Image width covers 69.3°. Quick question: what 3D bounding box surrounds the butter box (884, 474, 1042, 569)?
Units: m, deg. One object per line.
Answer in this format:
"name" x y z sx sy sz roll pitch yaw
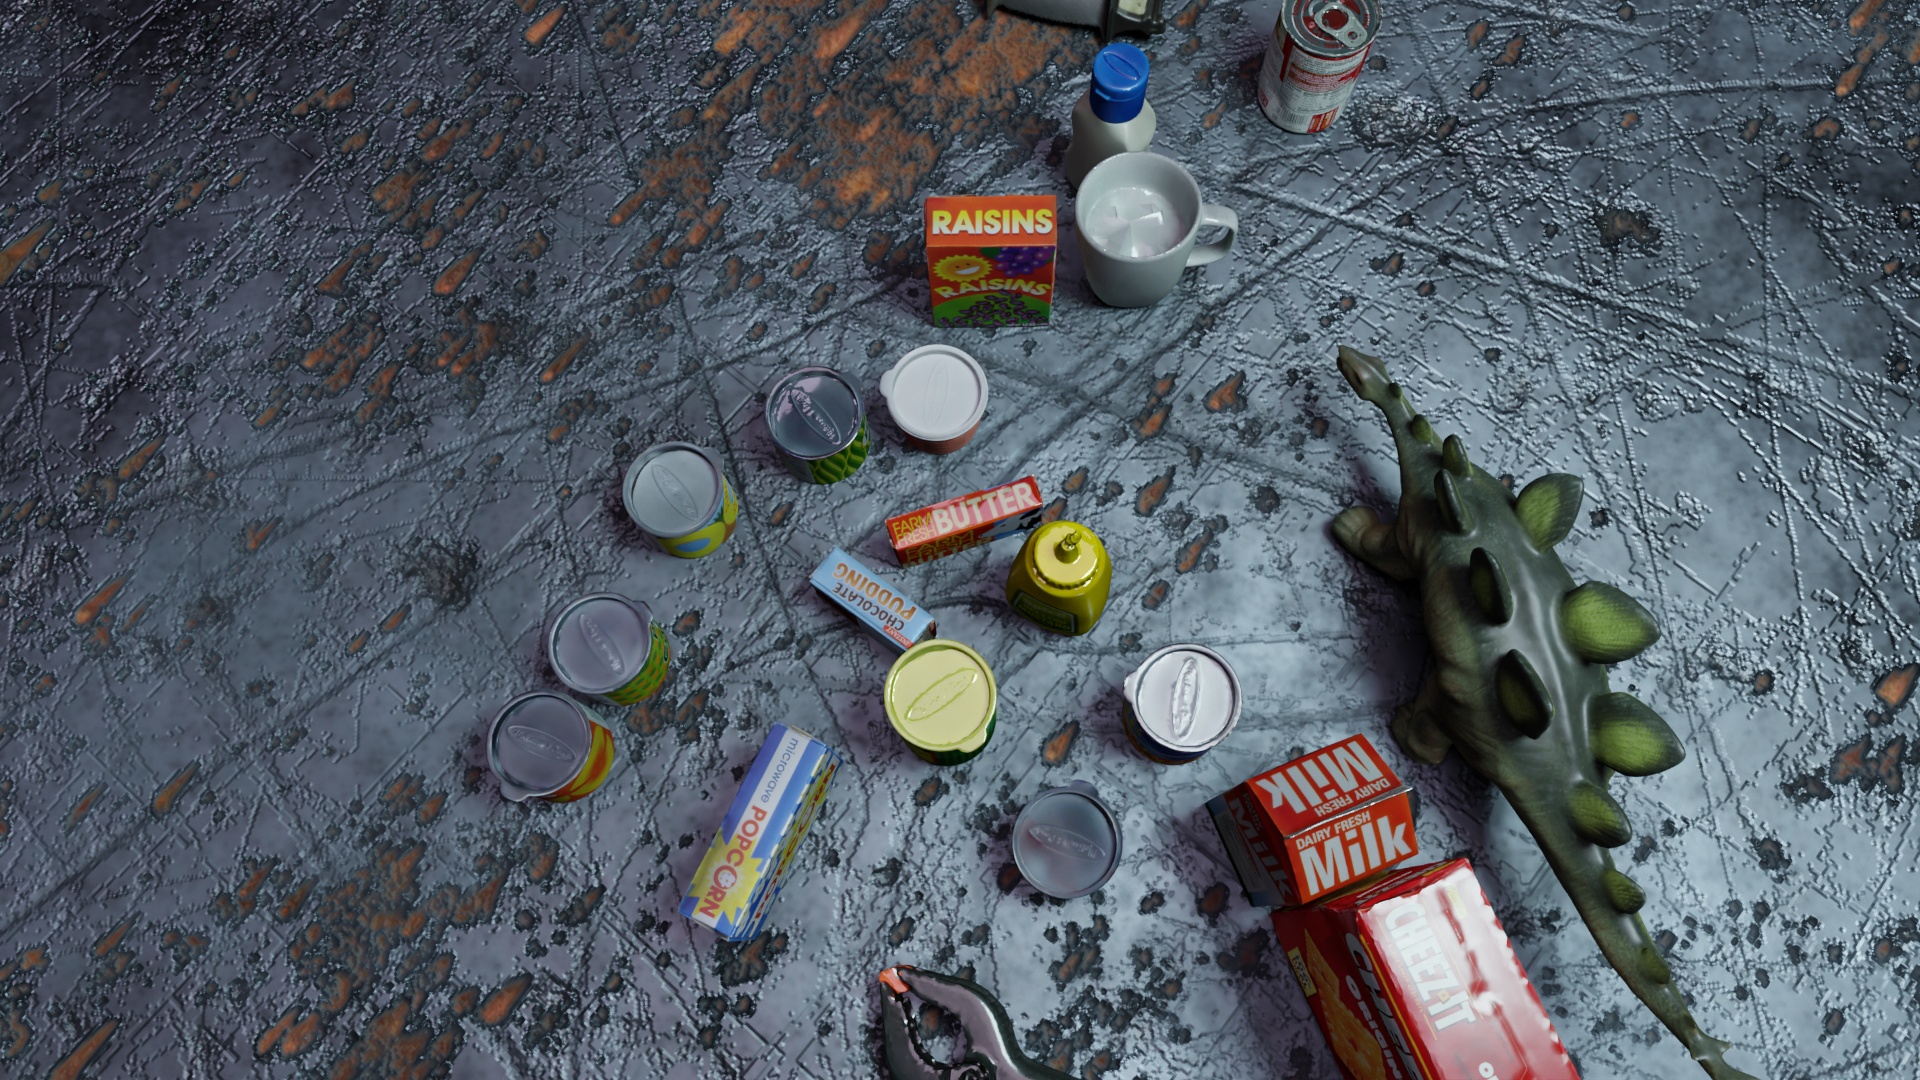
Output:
"butter box" 0.003 -0.012 0.922 0.103 0.053 0.024 -17 75 -3

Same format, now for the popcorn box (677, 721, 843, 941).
"popcorn box" -0.120 0.179 0.854 0.038 0.085 0.127 25 77 8

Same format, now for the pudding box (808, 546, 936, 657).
"pudding box" -0.057 0.043 0.909 0.084 0.049 0.030 35 79 10

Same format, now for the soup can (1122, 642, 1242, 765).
"soup can" 0.134 0.103 0.870 0.071 0.083 0.071 0 75 2

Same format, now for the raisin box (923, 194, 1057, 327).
"raisin box" 0.021 -0.186 0.934 0.086 0.123 0.040 0 75 2

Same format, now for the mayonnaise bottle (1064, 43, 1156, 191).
"mayonnaise bottle" 0.104 -0.279 0.946 0.065 0.147 0.041 39 79 11

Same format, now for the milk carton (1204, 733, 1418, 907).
"milk carton" 0.200 0.162 0.796 0.072 0.190 0.073 -22 75 -4

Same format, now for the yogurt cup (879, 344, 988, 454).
"yogurt cup" -0.015 -0.092 0.945 0.072 0.054 0.072 0 74 1

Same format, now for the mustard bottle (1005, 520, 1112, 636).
"mustard bottle" 0.062 0.019 0.856 0.065 0.160 0.049 23 77 8

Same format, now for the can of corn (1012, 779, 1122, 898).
"can of corn" 0.066 0.186 0.861 0.071 0.058 0.071 0 74 1

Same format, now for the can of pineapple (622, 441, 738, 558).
"can of pineapple" -0.184 -0.027 0.928 0.071 0.057 0.071 0 74 1

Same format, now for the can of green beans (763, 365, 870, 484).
"can of green beans" -0.096 -0.077 0.940 0.071 0.057 0.071 0 74 1

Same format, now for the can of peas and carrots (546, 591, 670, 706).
"can of peas and carrots" -0.225 0.070 0.902 0.071 0.058 0.071 0 74 1

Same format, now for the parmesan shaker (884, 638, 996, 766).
"parmesan shaker" -0.009 0.106 0.863 0.071 0.103 0.071 0 75 2

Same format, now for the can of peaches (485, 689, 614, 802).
"can of peaches" -0.261 0.134 0.885 0.071 0.058 0.071 0 74 1
